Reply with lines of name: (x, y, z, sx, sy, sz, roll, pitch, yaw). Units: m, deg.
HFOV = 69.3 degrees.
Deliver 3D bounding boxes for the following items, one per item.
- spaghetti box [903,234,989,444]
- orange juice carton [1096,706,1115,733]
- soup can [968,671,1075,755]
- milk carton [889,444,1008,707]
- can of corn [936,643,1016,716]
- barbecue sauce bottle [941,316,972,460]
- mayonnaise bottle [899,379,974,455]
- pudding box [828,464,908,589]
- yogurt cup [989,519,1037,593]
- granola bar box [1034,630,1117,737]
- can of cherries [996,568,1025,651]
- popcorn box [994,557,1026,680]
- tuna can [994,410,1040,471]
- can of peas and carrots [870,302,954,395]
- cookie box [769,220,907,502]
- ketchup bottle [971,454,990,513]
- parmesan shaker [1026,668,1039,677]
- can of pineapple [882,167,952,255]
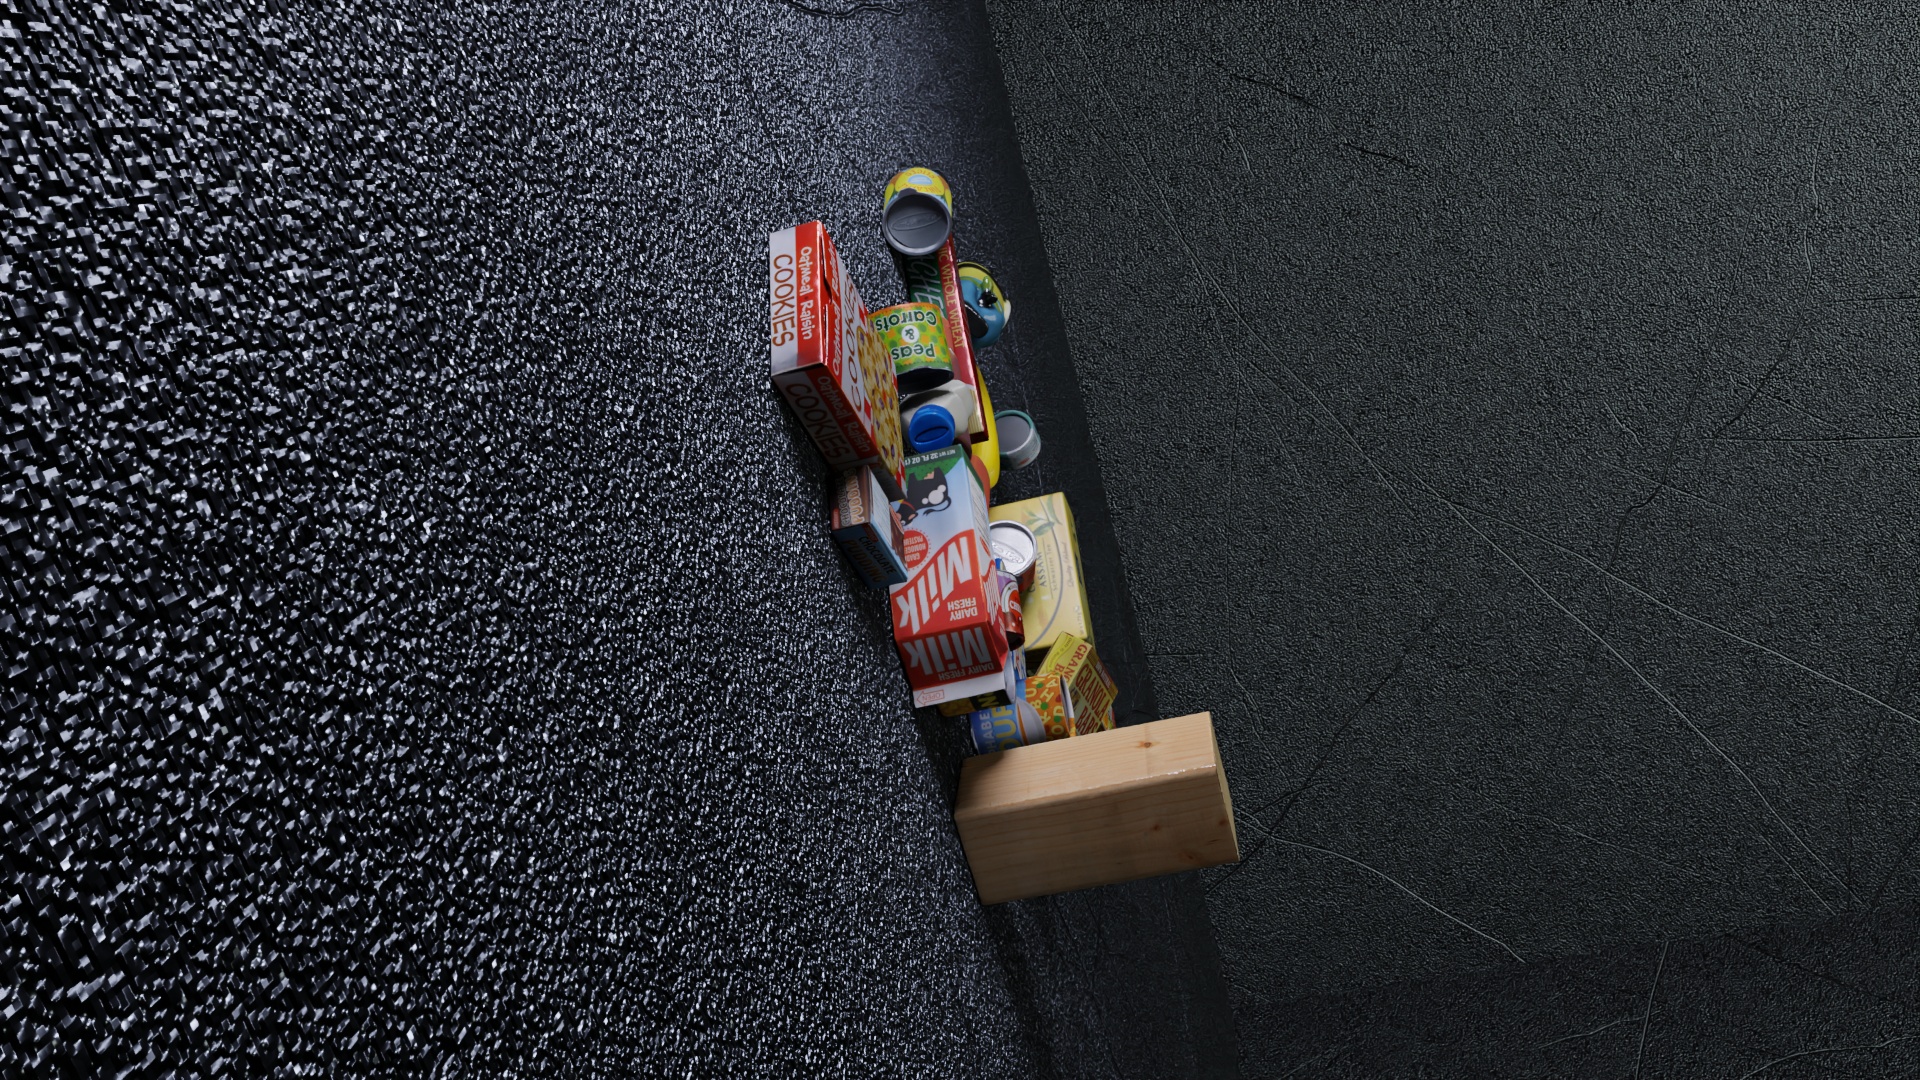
spaghetti box: (-0.018, -0.213, 1.373, 0.028, 0.050, 0.250, 48, 30, -72)
orange juice carton: (0.143, 0.219, 1.648, 0.192, 0.073, 0.072, 62, 18, -56)
soup can: (0.054, 0.156, 1.226, 0.071, 0.084, 0.071, -14, 92, -79)
milk carton: (-0.012, 0.031, 1.058, 0.073, 0.072, 0.191, 57, 21, -62)
can of corn: (0.009, 0.106, 1.115, 0.071, 0.058, 0.071, -14, 92, -80)
barbecue sauce bottle: (-0.020, -0.143, 1.302, 0.064, 0.043, 0.149, 60, 19, -58)
mayonnaise bottle: (-0.022, -0.100, 1.148, 0.148, 0.065, 0.041, -86, 157, -75)
pudding box: (-0.062, -0.008, 0.952, 0.083, 0.030, 0.050, 62, 17, -56)
yogurt cup: (0.046, 0.020, 1.406, 0.053, 0.072, 0.073, 76, 6, -59)
granola bar box: (0.103, 0.175, 1.408, 0.124, 0.039, 0.165, -59, 156, -12)
can of cherries: (0.023, 0.064, 1.204, 0.071, 0.071, 0.058, 58, 23, -62)
popcorn box: (0.035, 0.090, 1.327, 0.127, 0.038, 0.084, -91, 166, -49)
tuna can: (0.056, -0.118, 1.617, 0.032, 0.071, 0.071, 62, 19, -53)
can of peas and carrots: (-0.043, -0.156, 1.129, 0.071, 0.071, 0.059, 30, 47, -76)
cookie box: (-0.082, -0.117, 0.950, 0.166, 0.040, 0.123, 61, 19, -56)
ketchup bottle: (0.005, -0.016, 1.276, 0.149, 0.043, 0.064, -87, 169, -54)
parmesan shaker: (0.103, 0.102, 1.580, 0.071, 0.071, 0.103, 66, 15, -47)
can of pineapple: (-0.041, -0.316, 1.328, 0.058, 0.071, 0.070, -91, 165, -51)
